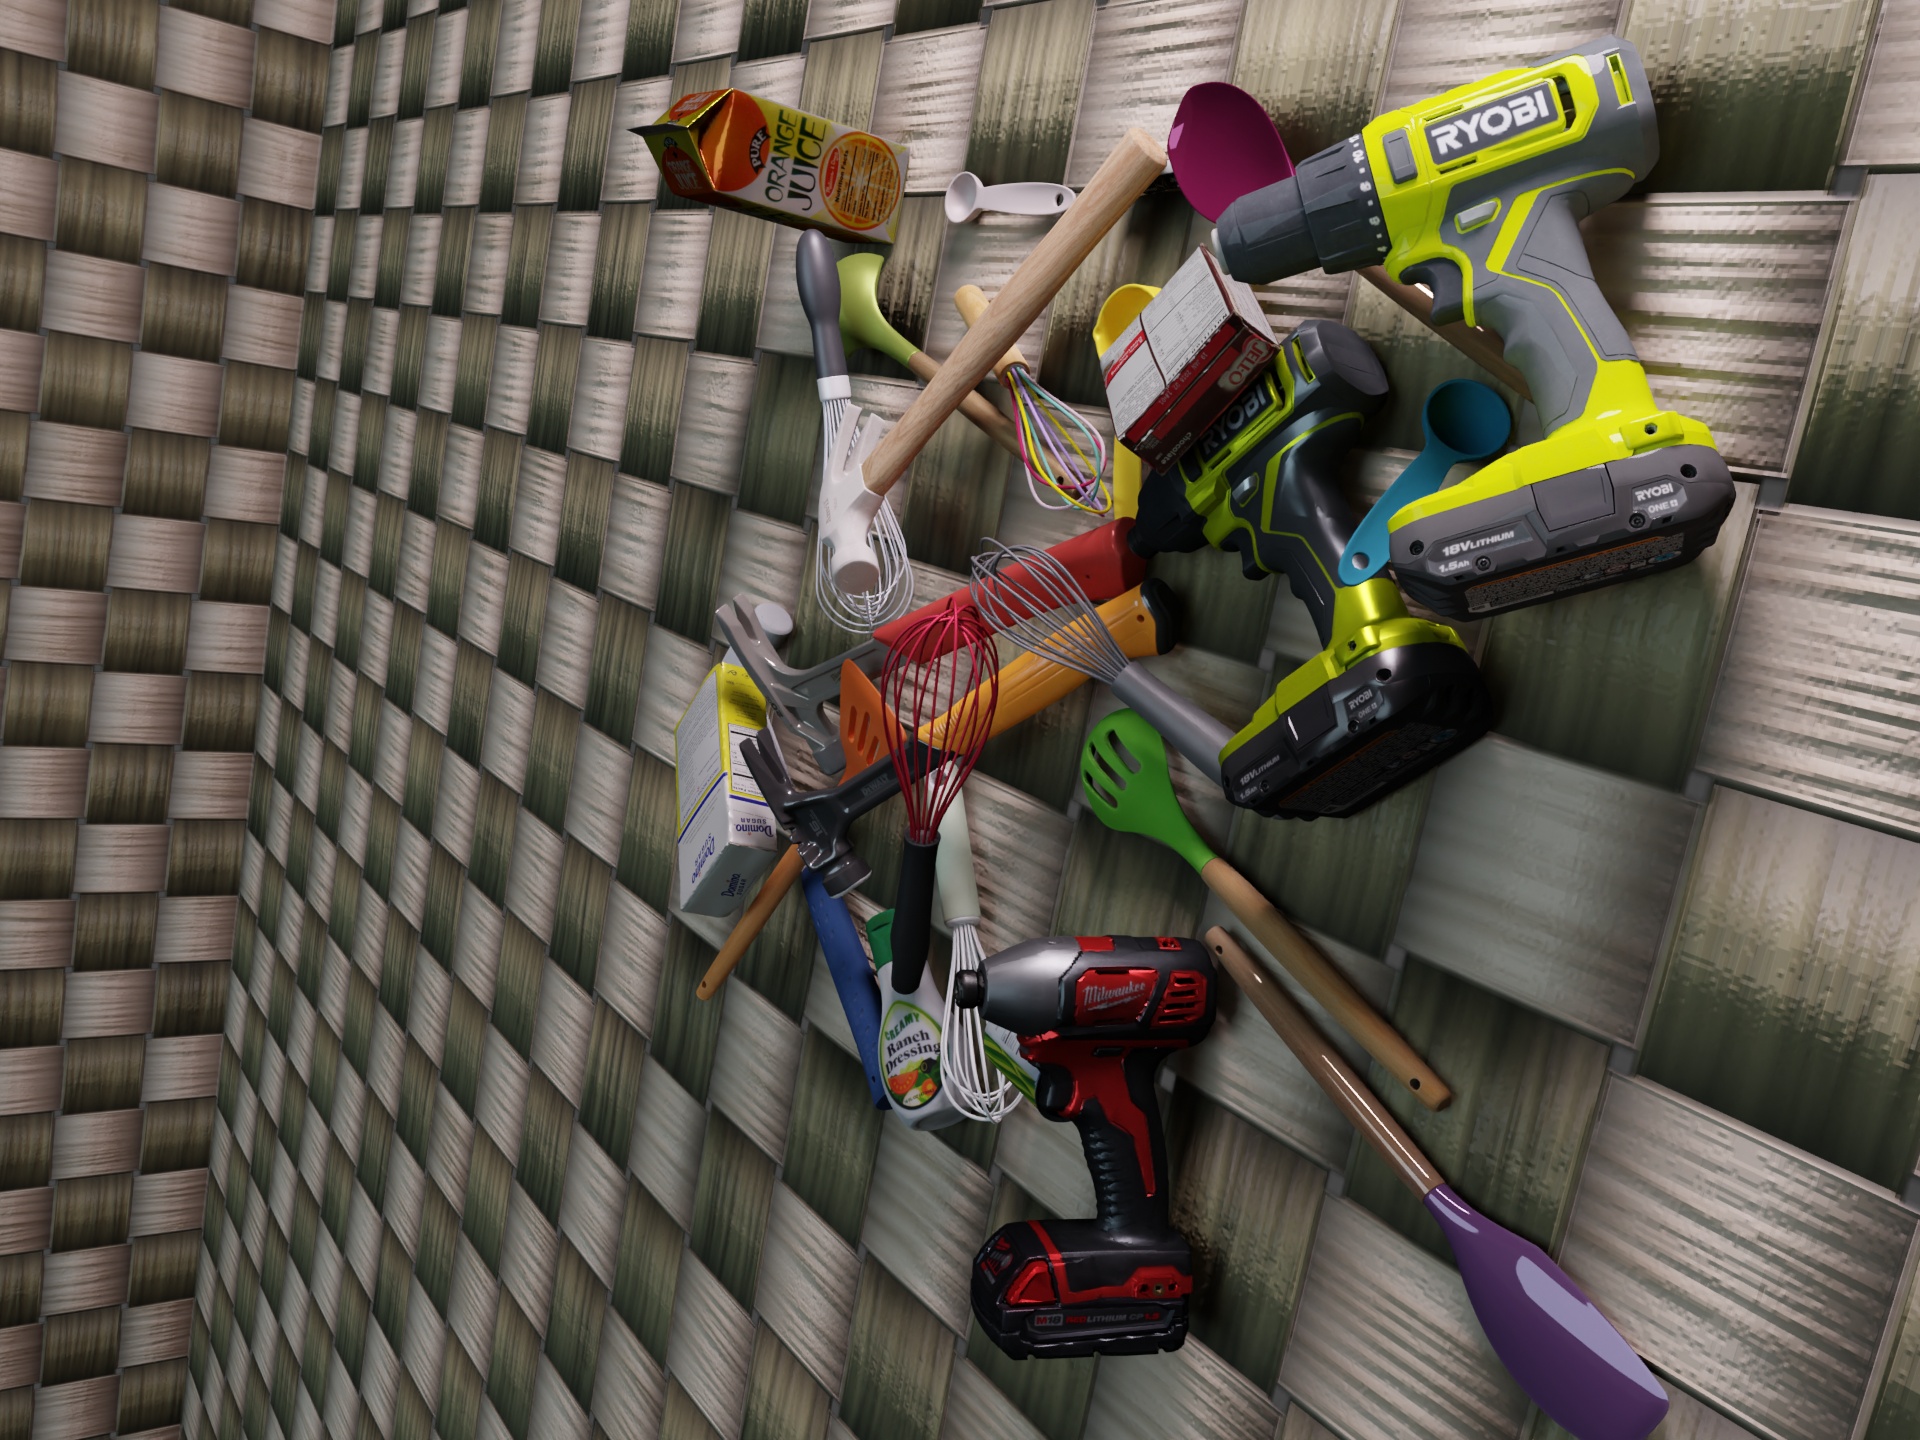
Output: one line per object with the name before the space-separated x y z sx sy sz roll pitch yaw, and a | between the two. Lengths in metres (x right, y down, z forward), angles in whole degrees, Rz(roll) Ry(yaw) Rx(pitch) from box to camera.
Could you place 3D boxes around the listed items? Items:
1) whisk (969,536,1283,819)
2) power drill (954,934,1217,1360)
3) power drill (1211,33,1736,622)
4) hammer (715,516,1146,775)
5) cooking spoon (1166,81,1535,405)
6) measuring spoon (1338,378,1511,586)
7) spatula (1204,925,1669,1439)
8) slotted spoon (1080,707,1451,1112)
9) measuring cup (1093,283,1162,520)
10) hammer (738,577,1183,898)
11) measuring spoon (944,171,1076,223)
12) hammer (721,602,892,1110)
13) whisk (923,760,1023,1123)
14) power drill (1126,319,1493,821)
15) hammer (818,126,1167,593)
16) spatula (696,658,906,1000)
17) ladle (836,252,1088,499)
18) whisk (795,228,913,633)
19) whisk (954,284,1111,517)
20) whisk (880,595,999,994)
whisk | 0.093 -0.025 0.882 0.239 0.055 0.055 41 122 20
power drill | 0.063 0.227 0.874 0.078 0.143 0.219 -168 81 -78
power drill | 0.222 -0.166 0.697 0.190 0.080 0.229 -15 75 19
hammer | -0.021 -0.068 1.055 0.359 0.037 0.149 -21 106 46
cooking spoon | 0.202 -0.238 0.808 0.319 0.017 0.068 53 137 35
measuring spoon | 0.212 -0.108 0.747 0.042 0.128 0.021 37 164 7
spatula | 0.214 0.213 0.778 0.316 0.018 0.059 52 127 40
slotted spoon | 0.153 0.094 0.862 0.314 0.031 0.070 49 121 41
measuring cup | 0.109 -0.179 0.948 0.062 0.029 0.156 18 113 49
hammer | -0.002 -0.003 1.004 0.337 0.034 0.127 -32 91 35
measuring spoon | 0.036 -0.347 1.062 0.124 0.018 0.034 20 104 45
hammer | -0.117 0.107 1.210 0.144 0.035 0.406 -52 49 37
whisk | 0.003 0.141 1.045 0.058 0.059 0.246 -14 68 14
power drill | 0.167 -0.068 0.817 0.171 0.080 0.223 -41 52 43
hammer | 0.010 -0.232 0.999 0.331 0.031 0.130 -46 39 30
spatula | -0.124 0.097 1.156 0.081 0.041 0.322 52 122 29
ladle | -0.006 -0.234 1.094 0.320 0.062 0.078 45 124 37
whisk | -0.086 -0.202 1.126 0.070 0.070 0.284 2 103 53
whisk | 0.039 -0.209 1.008 0.051 0.047 0.245 94 159 -46
whisk | -0.022 0.056 0.983 0.073 0.073 0.295 46 138 44
